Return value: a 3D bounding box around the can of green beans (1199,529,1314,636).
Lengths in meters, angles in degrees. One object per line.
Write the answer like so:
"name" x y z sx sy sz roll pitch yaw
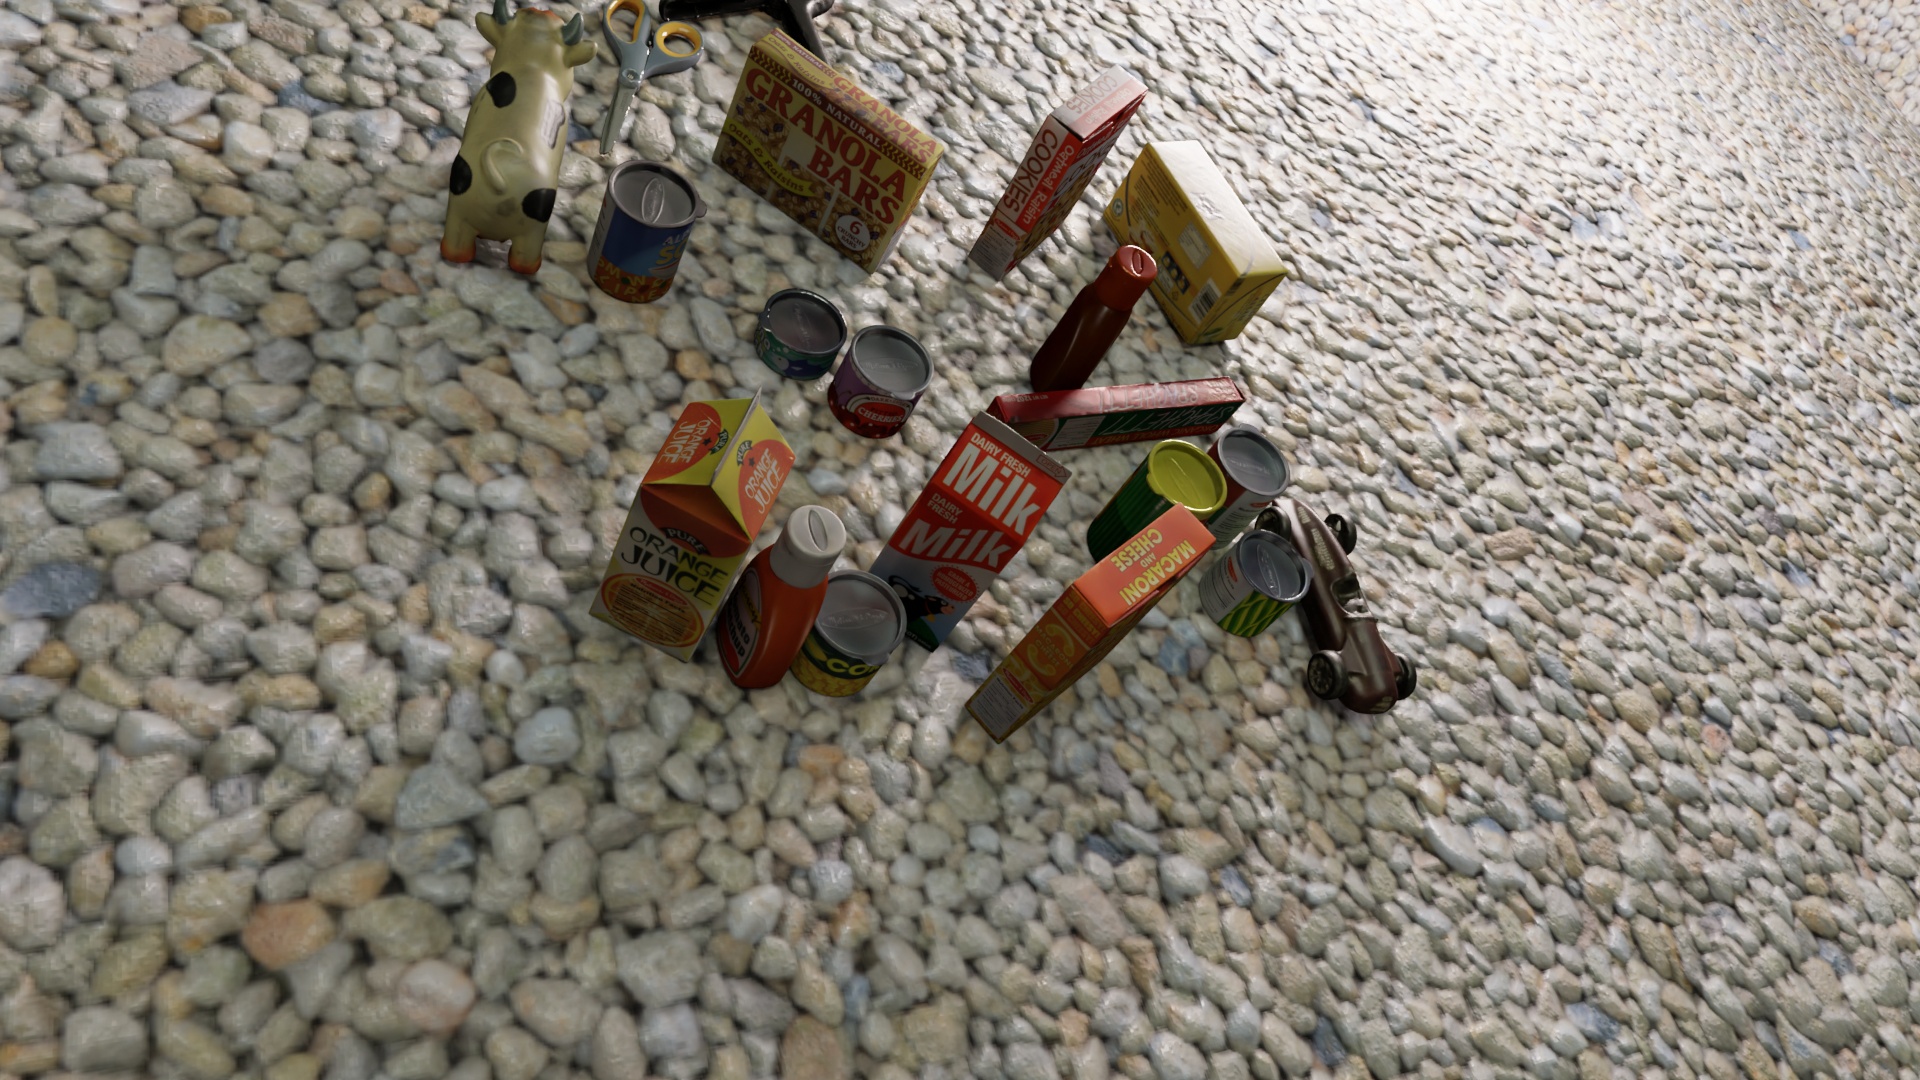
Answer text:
"can of green beans" 0.231 0.034 1.093 0.071 0.057 0.071 14 52 -19

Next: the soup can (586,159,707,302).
"soup can" -0.231 -0.225 1.021 0.071 0.083 0.072 14 52 -19

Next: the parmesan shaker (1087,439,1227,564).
"parmesan shaker" 0.145 -0.020 1.058 0.071 0.102 0.071 14 52 -19

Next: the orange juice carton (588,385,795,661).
"orange juice carton" -0.159 -0.012 0.835 0.073 0.191 0.072 28 49 -8

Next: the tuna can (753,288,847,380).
"tuna can" -0.125 -0.157 1.062 0.071 0.032 0.071 14 52 -18

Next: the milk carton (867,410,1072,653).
"milk carton" 0.003 -0.012 0.920 0.072 0.189 0.074 34 49 -3

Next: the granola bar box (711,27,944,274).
"granola bar box" -0.108 -0.311 1.120 0.165 0.123 0.039 36 49 0

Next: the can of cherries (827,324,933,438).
"can of cherries" -0.061 -0.117 1.050 0.071 0.058 0.072 14 52 -19

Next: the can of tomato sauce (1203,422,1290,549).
"can of tomato sauce" 0.215 -0.043 1.123 0.071 0.082 0.071 14 52 -19

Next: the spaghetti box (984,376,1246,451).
"spaghetti box" 0.126 -0.102 1.141 0.251 0.050 0.029 -8 62 -32

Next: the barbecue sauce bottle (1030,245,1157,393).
"barbecue sauce bottle" 0.106 -0.174 1.117 0.044 0.147 0.065 18 51 -15

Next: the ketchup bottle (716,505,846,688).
"ketchup bottle" -0.110 0.033 0.857 0.043 0.148 0.065 -3 59 -29

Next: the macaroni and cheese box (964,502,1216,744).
"macaroni and cheese box" 0.086 0.057 0.930 0.040 0.165 0.124 48 50 10

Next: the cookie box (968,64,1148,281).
"cookie box" 0.084 -0.315 1.193 0.040 0.166 0.123 40 49 3

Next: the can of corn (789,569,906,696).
"can of corn" -0.076 0.064 0.913 0.071 0.058 0.071 14 52 -19
